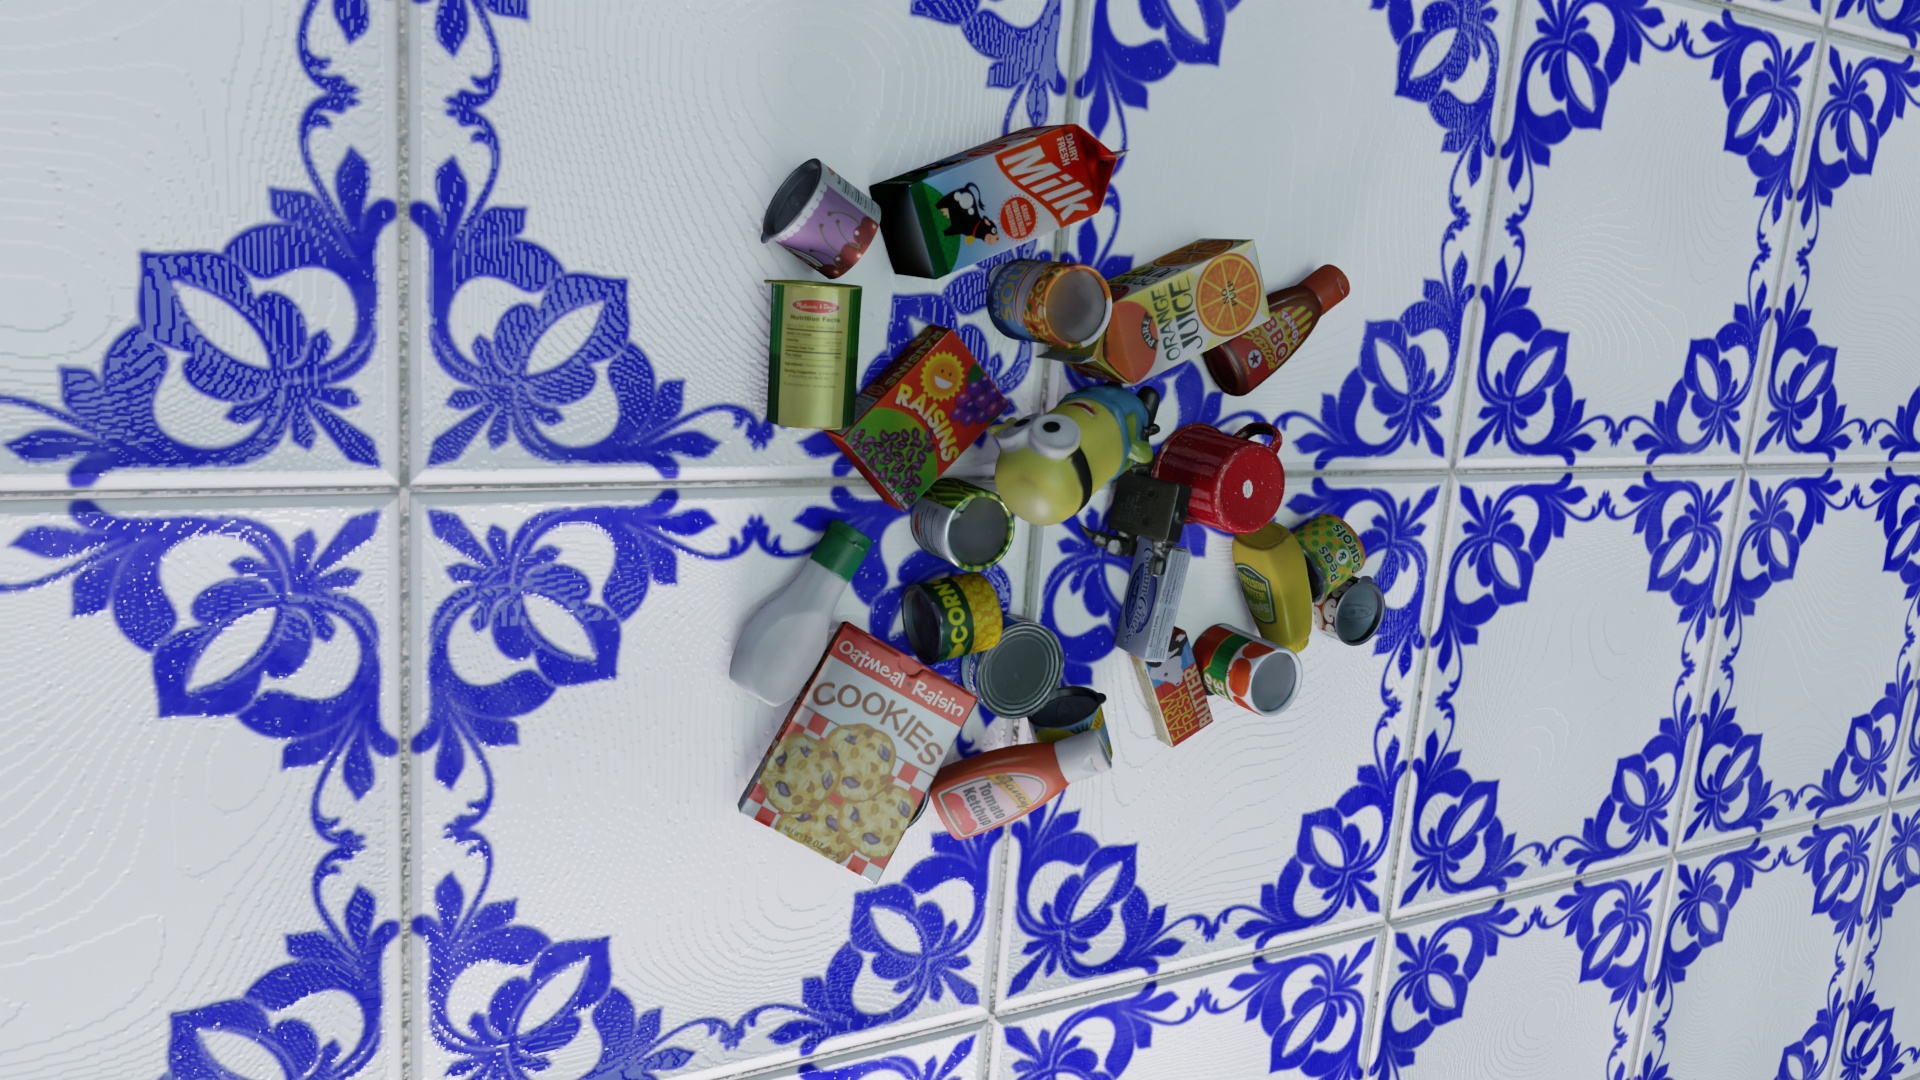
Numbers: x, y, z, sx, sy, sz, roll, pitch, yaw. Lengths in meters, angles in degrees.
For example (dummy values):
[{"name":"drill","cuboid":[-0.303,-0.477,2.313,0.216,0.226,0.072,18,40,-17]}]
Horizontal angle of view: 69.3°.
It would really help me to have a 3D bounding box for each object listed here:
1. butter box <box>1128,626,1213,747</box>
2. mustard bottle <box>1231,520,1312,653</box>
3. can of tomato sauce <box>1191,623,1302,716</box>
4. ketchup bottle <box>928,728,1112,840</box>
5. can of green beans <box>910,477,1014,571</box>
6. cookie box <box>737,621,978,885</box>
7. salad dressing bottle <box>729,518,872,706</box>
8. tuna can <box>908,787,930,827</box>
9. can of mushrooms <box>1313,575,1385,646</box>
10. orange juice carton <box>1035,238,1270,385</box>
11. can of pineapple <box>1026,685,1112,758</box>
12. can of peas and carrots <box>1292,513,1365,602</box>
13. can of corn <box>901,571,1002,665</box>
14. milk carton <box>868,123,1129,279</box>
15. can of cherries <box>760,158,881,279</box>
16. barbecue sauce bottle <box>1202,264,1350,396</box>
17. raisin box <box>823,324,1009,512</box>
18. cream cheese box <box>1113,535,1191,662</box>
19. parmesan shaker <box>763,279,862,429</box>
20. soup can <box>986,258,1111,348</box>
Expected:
[{"name":"butter box","cuboid":[0.195,0.135,1.278,0.053,0.024,0.103,-30,114,-20]},{"name":"mustard bottle","cuboid":[0.298,0.058,1.296,0.049,0.065,0.159,-30,119,-18]},{"name":"can of tomato sauce","cuboid":[0.262,0.121,1.278,0.071,0.083,0.071,-7,105,-28]},{"name":"ketchup bottle","cuboid":[0.051,0.198,1.159,0.149,0.044,0.064,-22,112,11]},{"name":"can of green beans","cuboid":[0.002,-0.013,1.113,0.071,0.058,0.071,-8,106,-28]},{"name":"cookie box","cuboid":[-0.080,0.165,1.090,0.123,0.040,0.167,30,84,-9]},{"name":"salad dressing bottle","cuboid":[-0.120,0.054,1.068,0.064,0.044,0.148,37,82,-37]},{"name":"tuna can","cuboid":[-0.061,0.203,1.143,0.071,0.033,0.071,-8,106,-28]},{"name":"can of mushrooms","cuboid":[0.382,0.065,1.362,0.071,0.033,0.071,-7,106,-27]},{"name":"orange juice carton","cuboid":[0.157,-0.185,1.152,0.193,0.072,0.072,-27,113,-22]},{"name":"can of pineapple","cuboid":[0.097,0.167,1.203,0.071,0.071,0.057,-25,114,-23]},{"name":"can of peas and carrots","cuboid":[0.338,0.016,1.303,0.059,0.071,0.070,-32,116,-20]},{"name":"can of corn","cuboid":[-0.006,0.061,1.119,0.058,0.071,0.071,-12,108,-28]},{"name":"milk carton","cuboid":[0.035,-0.267,1.062,0.191,0.072,0.073,-27,113,-22]},{"name":"can of cherries","cuboid":[-0.101,-0.229,0.999,0.058,0.071,0.071,31,86,-33]},{"name":"barbecue sauce bottle","cuboid":[0.284,-0.193,1.239,0.149,0.044,0.064,-38,118,-17]},{"name":"raisin box","cuboid":[-0.033,-0.096,1.085,0.123,0.040,0.086,-46,119,-11]},{"name":"cream cheese box","cuboid":[0.169,0.051,1.226,0.024,0.053,0.103,9,97,-29]},{"name":"parmesan shaker","cuboid":[-0.110,-0.137,1.016,0.071,0.071,0.102,-2,104,-29]},{"name":"soup can","cuboid":[0.068,-0.189,1.093,0.071,0.084,0.071,-7,105,-27]}]
